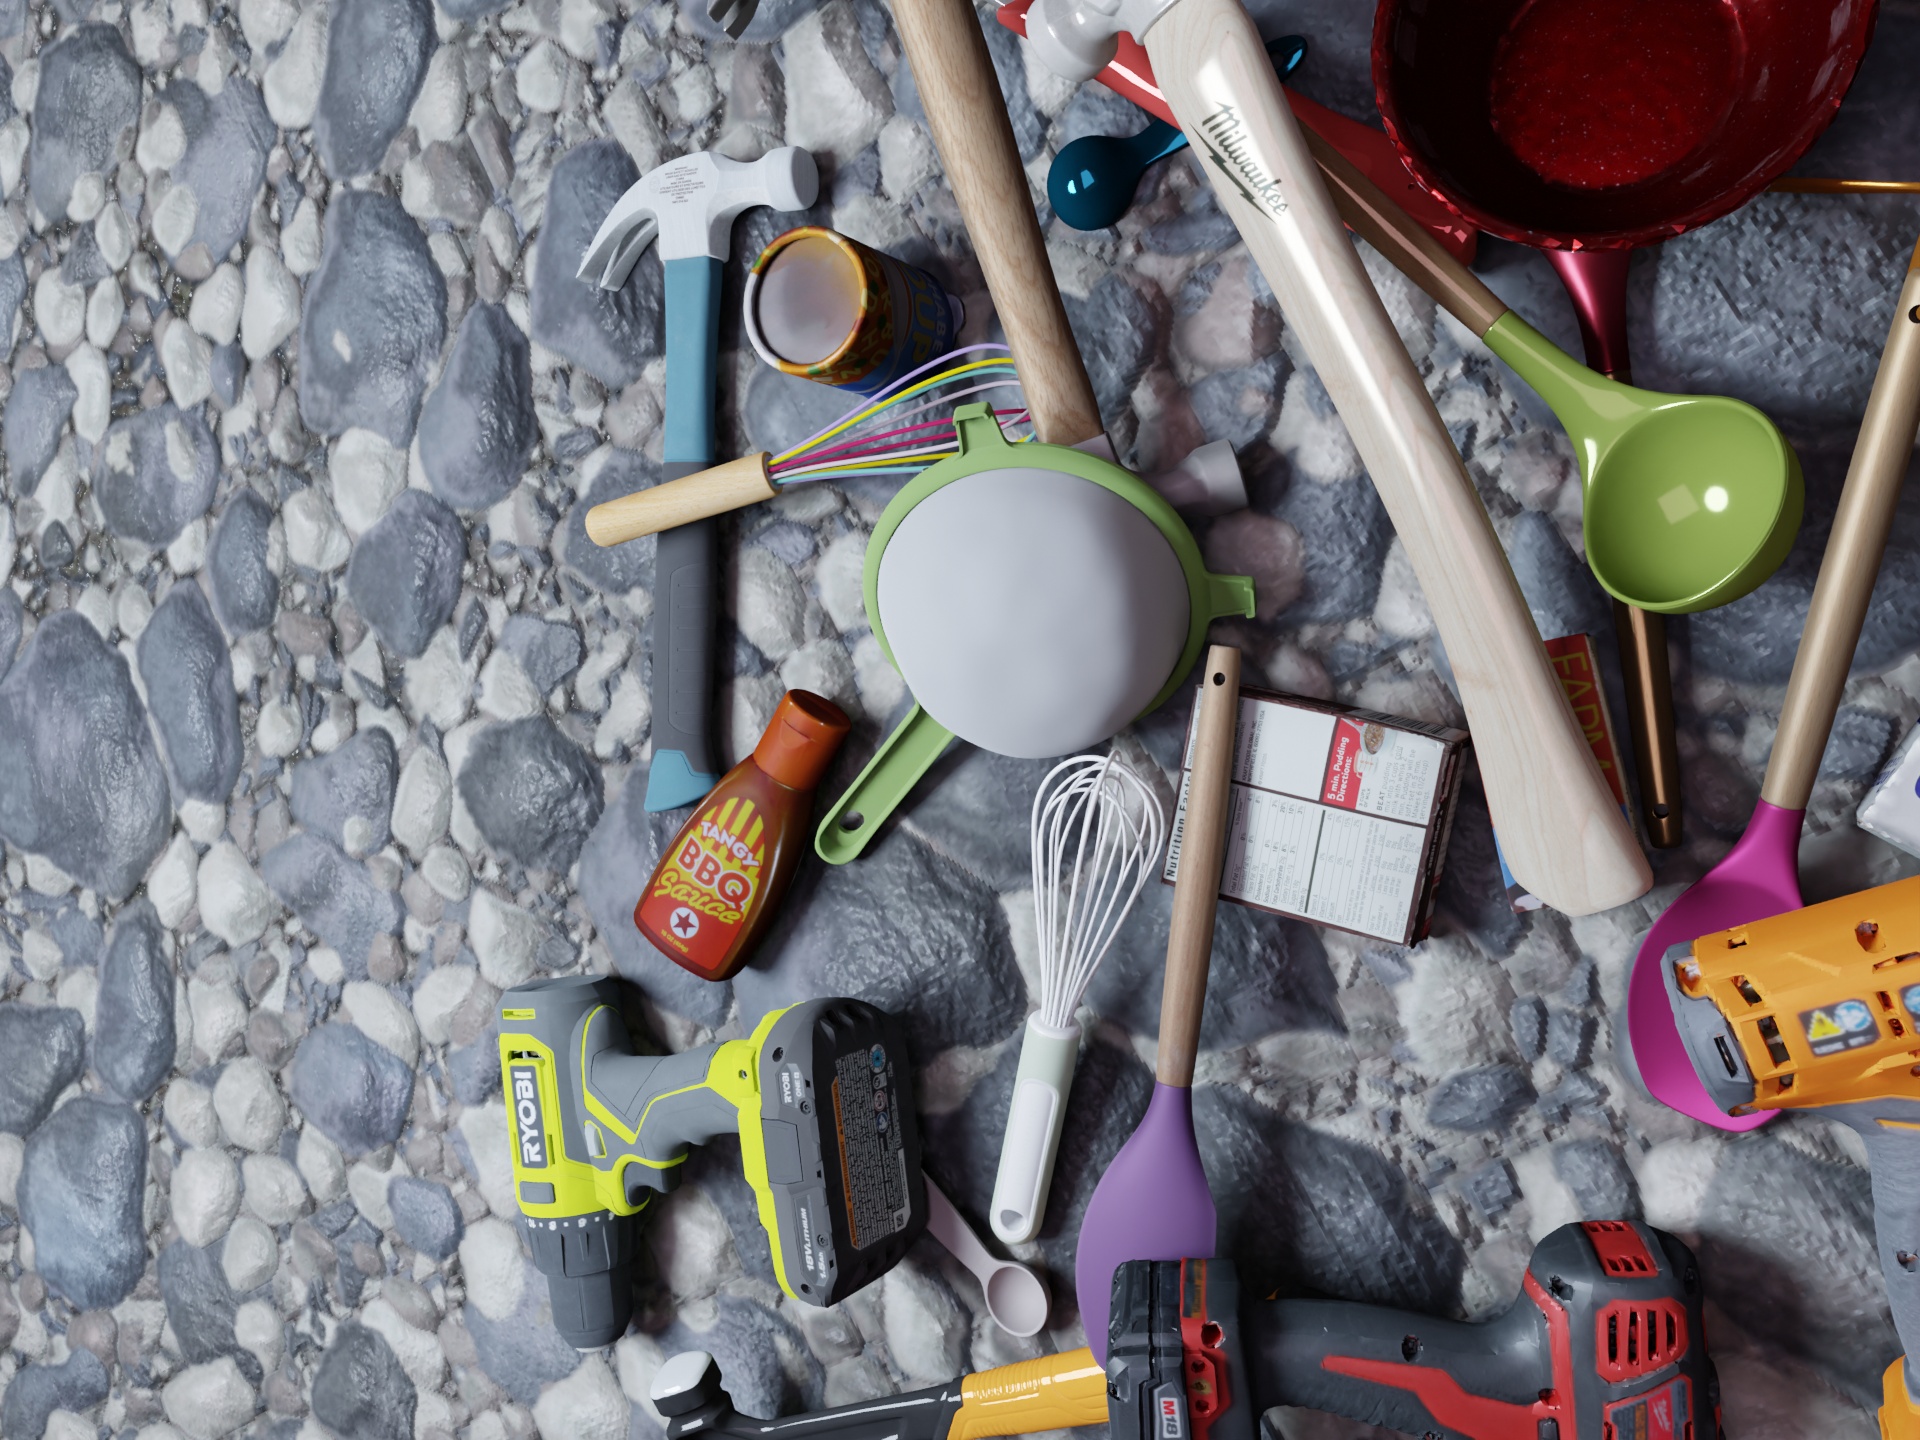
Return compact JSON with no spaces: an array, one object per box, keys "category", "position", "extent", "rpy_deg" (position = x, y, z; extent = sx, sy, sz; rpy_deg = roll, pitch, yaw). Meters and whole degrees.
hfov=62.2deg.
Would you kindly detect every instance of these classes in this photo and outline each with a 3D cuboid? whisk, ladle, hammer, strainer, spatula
[{"category":"whisk","position":[-0.067,-0.119,0.748],"extent":[0.245,0.047,0.051],"rpy_deg":[-14,80,18]},{"category":"ladle","position":[0.252,-0.107,0.613],"extent":[0.069,0.031,0.315],"rpy_deg":[-7,90,27]},{"category":"hammer","position":[-0.137,-0.117,0.807],"extent":[0.128,0.033,0.331],"rpy_deg":[4,94,26]},{"category":"hammer","position":[0.059,-0.282,0.677],"extent":[0.359,0.036,0.149],"rpy_deg":[37,100,15]},{"category":"hammer","position":[0.159,-0.123,0.580],"extent":[0.146,0.038,0.410],"rpy_deg":[-26,89,53]},{"category":"strainer","position":[-0.001,-0.002,0.695],"extent":[0.151,0.069,0.256],"rpy_deg":[32,125,-12]},{"category":"ladle","position":[0.177,-0.165,0.592],"extent":[0.320,0.062,0.078],"rpy_deg":[47,122,12]},{"category":"whisk","position":[0.044,0.128,0.706],"extent":[0.058,0.059,0.246],"rpy_deg":[14,109,14]},{"category":"hammer","position":[0.020,0.321,0.732],"extent":[0.337,0.034,0.127],"rpy_deg":[-21,103,22]},{"category":"spatula","position":[0.090,0.126,0.664],"extent":[0.060,0.018,0.316],"rpy_deg":[8,95,21]},{"category":"hammer","position":[0.009,-0.224,0.659],"extent":[0.130,0.031,0.331],"rpy_deg":[-18,101,8]}]

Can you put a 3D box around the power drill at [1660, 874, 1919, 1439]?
[{"category":"power drill","position":[0.354,0.156,0.520],"extent":[0.164,0.084,0.226],"rpy_deg":[-24,91,27]}]

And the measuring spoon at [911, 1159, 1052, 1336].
[{"category":"measuring spoon","position":[0.000,0.242,0.764],"extent":[0.124,0.018,0.034],"rpy_deg":[42,115,27]}]

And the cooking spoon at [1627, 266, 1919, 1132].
[{"category":"cooking spoon","position":[0.297,0.005,0.560],"extent":[0.069,0.017,0.318],"rpy_deg":[21,116,37]}]

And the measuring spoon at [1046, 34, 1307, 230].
[{"category":"measuring spoon","position":[0.090,-0.260,0.691],"extent":[0.128,0.021,0.042],"rpy_deg":[-28,79,25]}]

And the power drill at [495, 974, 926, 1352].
[{"category":"power drill","position":[-0.134,0.223,0.792],"extent":[0.228,0.080,0.190],"rpy_deg":[-8,88,32]}]

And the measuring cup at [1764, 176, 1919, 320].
[{"category":"measuring cup","position":[0.332,-0.157,0.550],"extent":[0.174,0.095,0.052],"rpy_deg":[26,116,44]}]

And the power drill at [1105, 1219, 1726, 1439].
[{"category":"power drill","position":[0.176,0.293,0.617],"extent":[0.226,0.080,0.188],"rpy_deg":[-5,97,9]}]
